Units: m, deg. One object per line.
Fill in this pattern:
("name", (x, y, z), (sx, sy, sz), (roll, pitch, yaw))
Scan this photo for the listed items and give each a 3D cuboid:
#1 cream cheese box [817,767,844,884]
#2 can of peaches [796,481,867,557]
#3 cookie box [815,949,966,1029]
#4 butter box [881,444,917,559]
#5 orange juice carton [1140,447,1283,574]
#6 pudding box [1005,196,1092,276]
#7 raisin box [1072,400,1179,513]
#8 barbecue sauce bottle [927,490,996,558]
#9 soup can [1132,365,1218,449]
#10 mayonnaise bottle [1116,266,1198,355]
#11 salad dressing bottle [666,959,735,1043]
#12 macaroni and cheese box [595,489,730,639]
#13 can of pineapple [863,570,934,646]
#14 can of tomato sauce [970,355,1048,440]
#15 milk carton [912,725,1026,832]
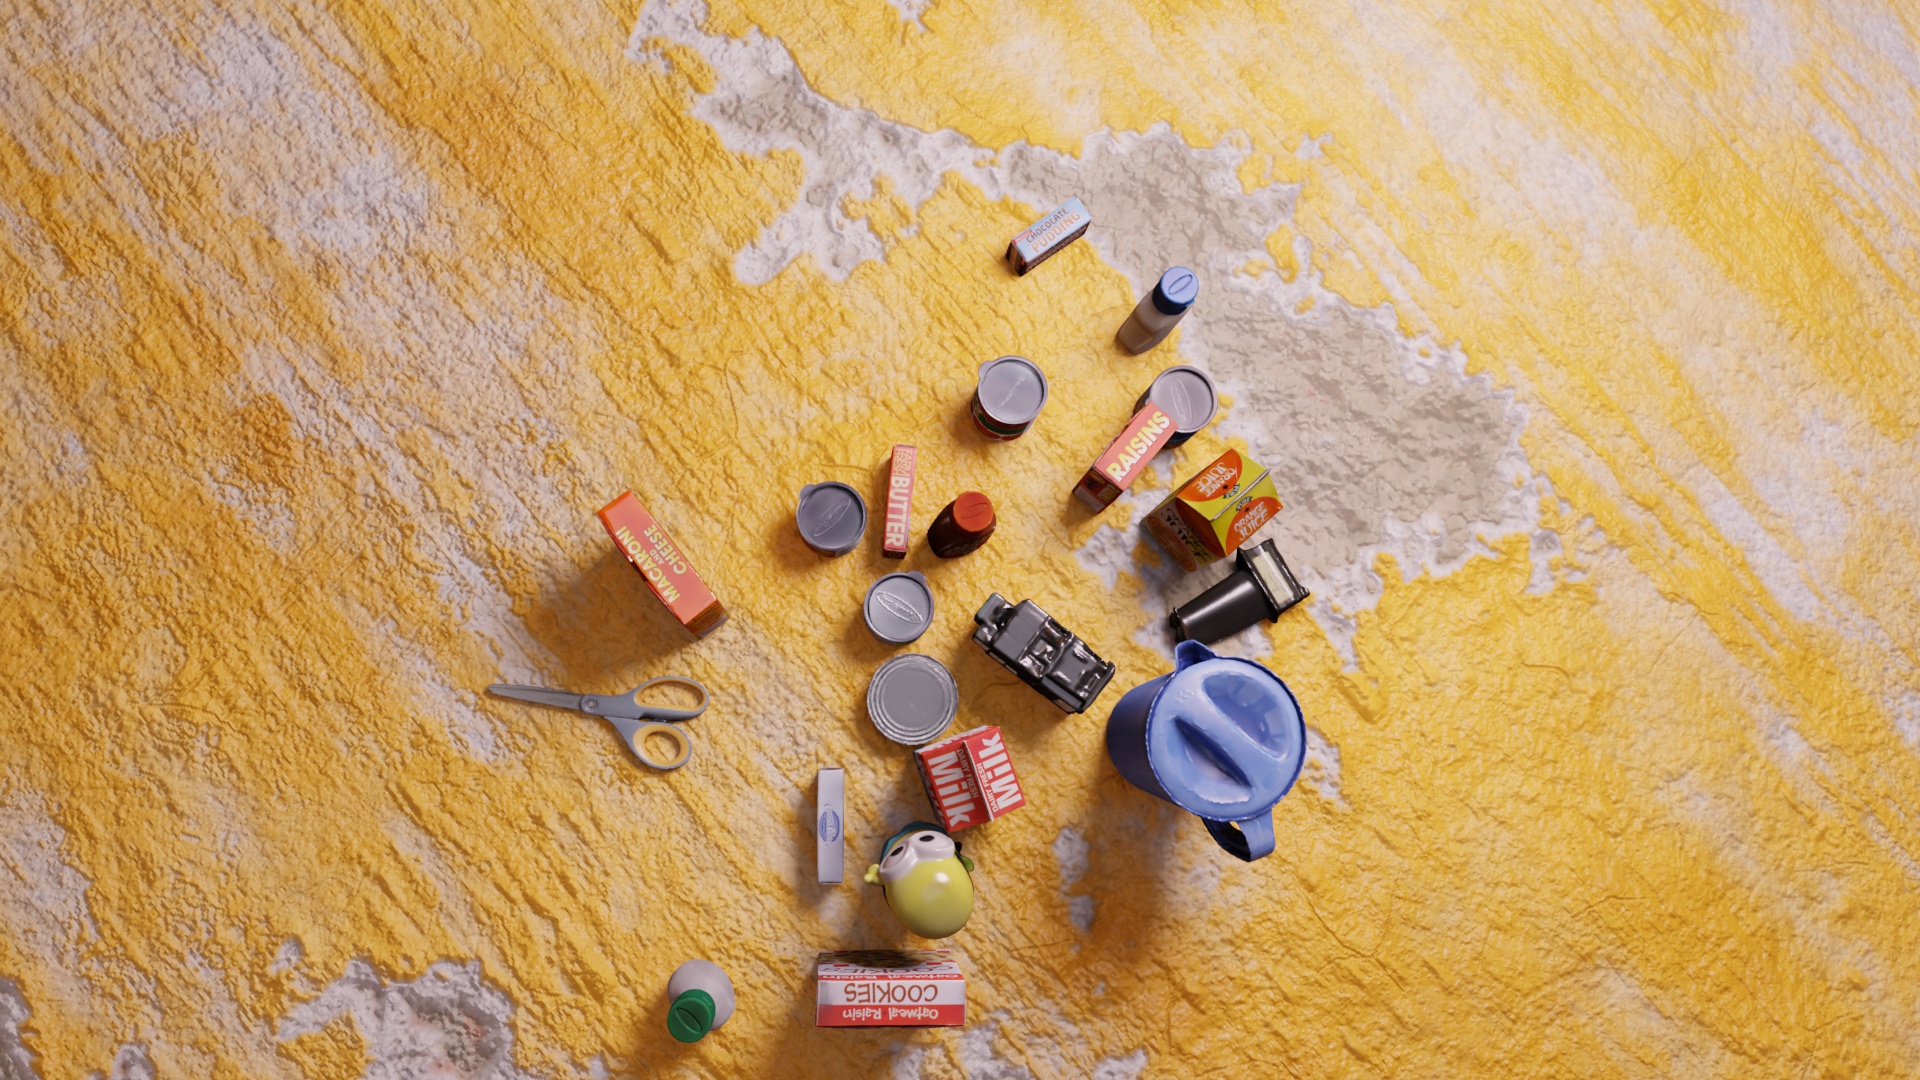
("cream cheese box", (-0.119, 0.261, 1.280), (0.024, 0.053, 0.104), (0, 81, -5))
("can of peaches", (-0.124, -0.021, 1.320), (0.071, 0.058, 0.071), (1, 82, -5))
("cookie box", (-0.063, 0.388, 1.208), (0.123, 0.167, 0.040), (1, 82, -5))
("butter box", (-0.059, -0.037, 1.331), (0.024, 0.053, 0.103), (6, 81, -4))
("orange juice carton", (0.234, -0.027, 1.286), (0.072, 0.192, 0.073), (-39, 87, -9))
("pudding box", (0.088, -0.304, 1.388), (0.084, 0.049, 0.030), (-35, 86, -9))
("raisin box", (0.155, -0.078, 1.322), (0.040, 0.123, 0.086), (41, 80, 2))
("barbecue sauce bottle", (0.005, -0.016, 1.286), (0.065, 0.148, 0.043), (-23, 85, -8))
("soup can", (0.205, -0.128, 1.354), (0.071, 0.083, 0.071), (1, 82, -5))
("mayonnaise bottle", (0.193, -0.223, 1.335), (0.065, 0.148, 0.041), (-38, 87, -9))
("salad dressing bottle", (-0.227, 0.399, 1.201), (0.064, 0.147, 0.044), (44, 81, 2))
("macaroni and cheese box", (-0.263, 0.026, 1.245), (0.040, 0.166, 0.124), (-38, 87, -9))
("can of pineapple", (-0.058, 0.065, 1.313), (0.071, 0.057, 0.071), (1, 82, -5))
("can of tomato sauce", (0.044, -0.137, 1.341), (0.071, 0.083, 0.071), (1, 82, -5))
("milk carton", (0.007, 0.209, 1.230), (0.073, 0.190, 0.072), (-19, 84, -7))
